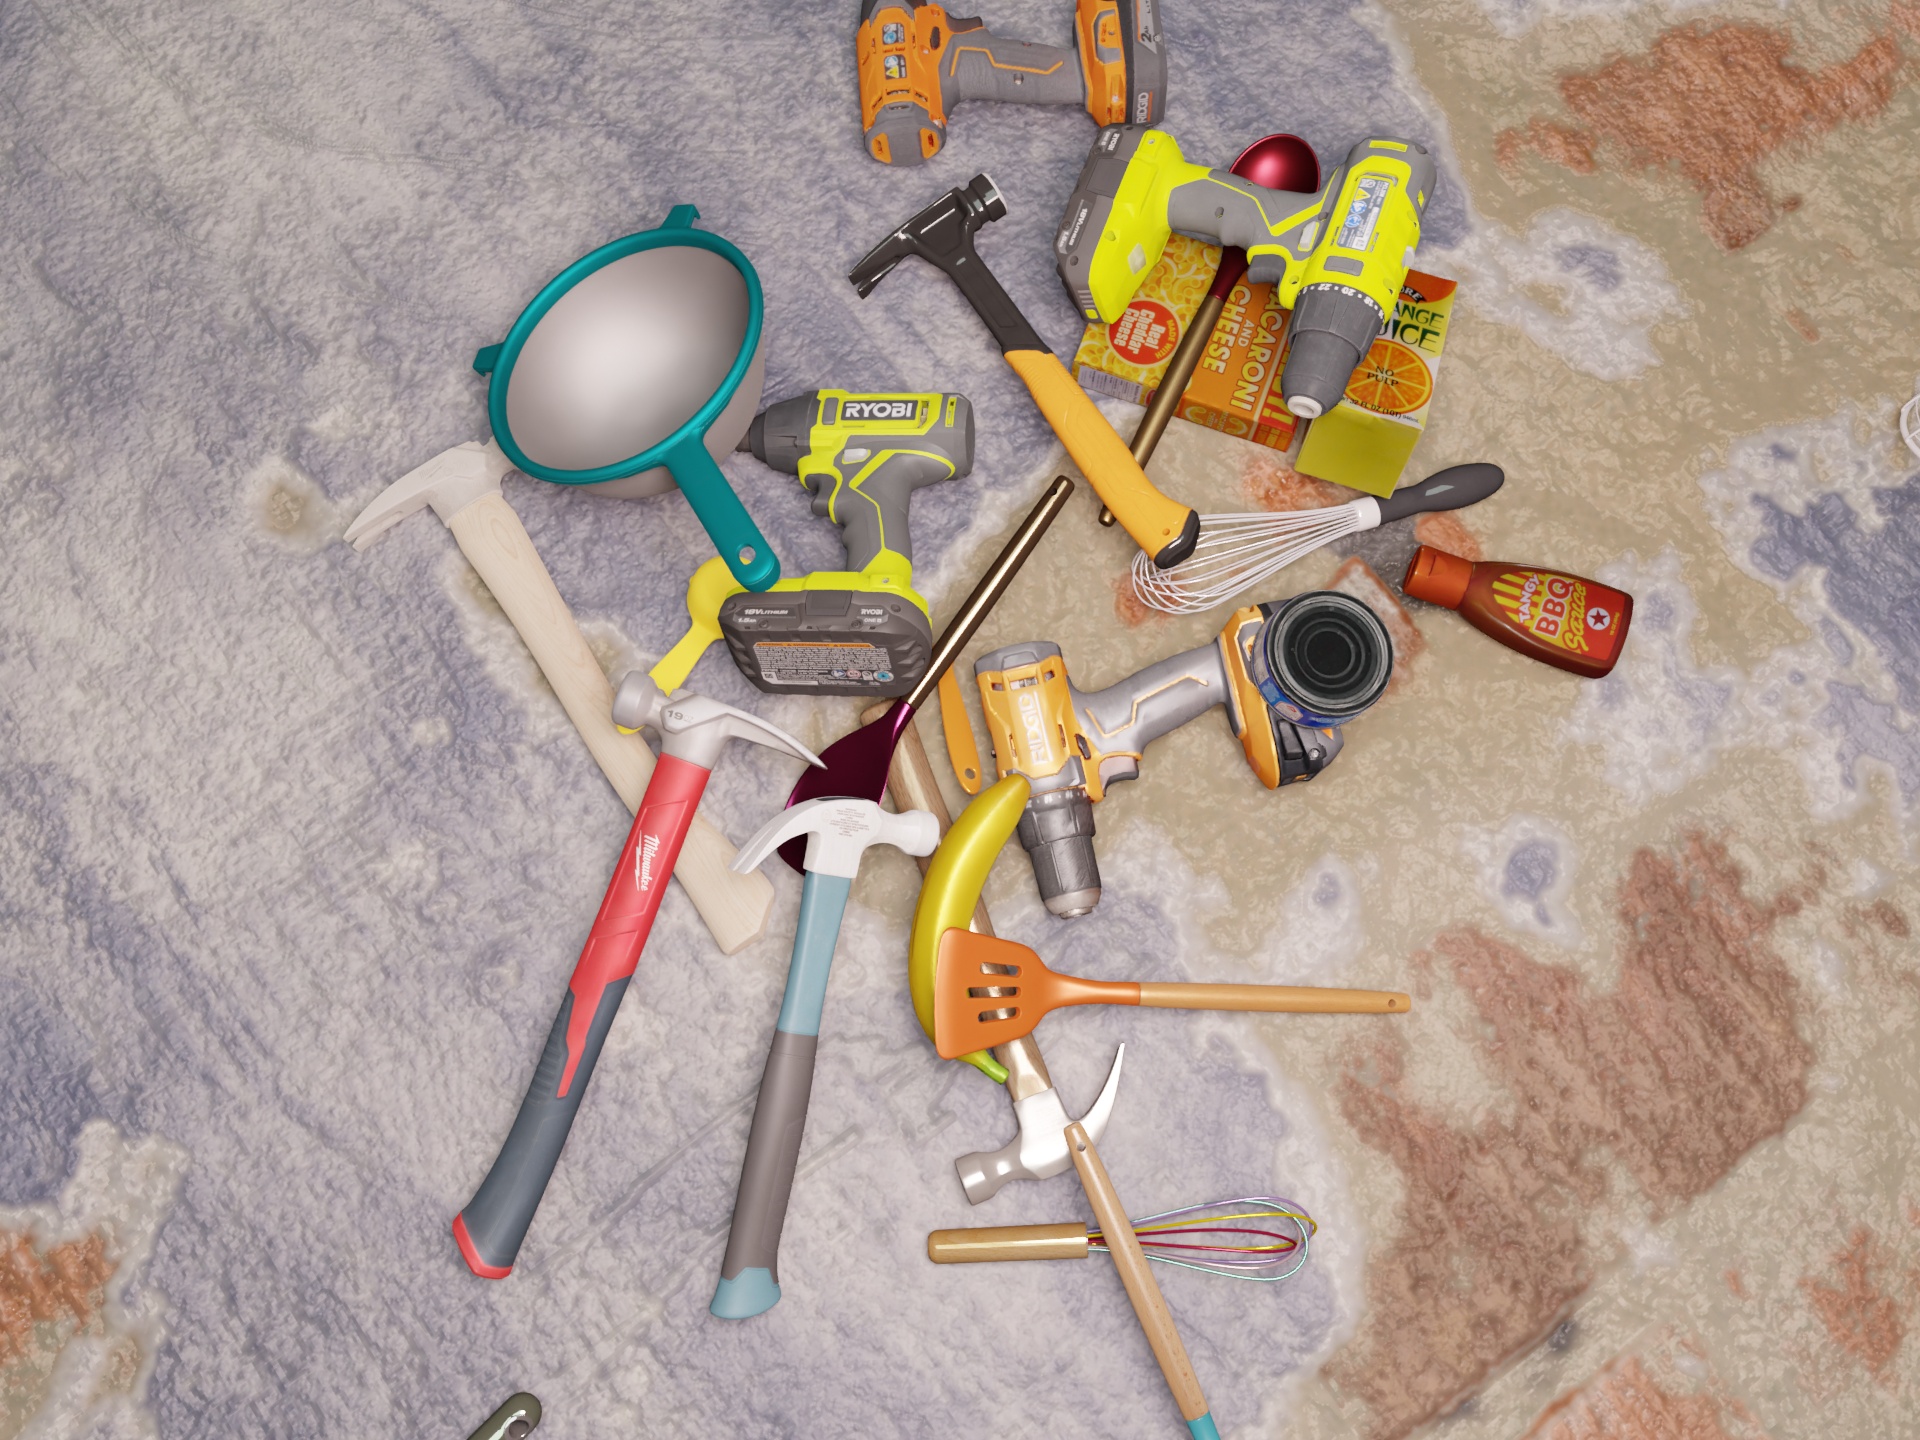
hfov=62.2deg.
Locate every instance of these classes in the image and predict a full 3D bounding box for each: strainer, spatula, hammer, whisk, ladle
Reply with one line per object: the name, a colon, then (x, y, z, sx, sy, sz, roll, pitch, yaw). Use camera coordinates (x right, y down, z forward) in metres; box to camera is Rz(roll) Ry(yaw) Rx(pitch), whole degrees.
strainer: (-0.184, -0.187, 1.073, 0.211, 0.095, 0.341, -35, 57, 2)
spatula: (0.139, 0.177, 1.014, 0.322, 0.041, 0.081, 3, 85, -10)
hammer: (-0.215, 0.171, 1.016, 0.143, 0.038, 0.386, 21, 85, -1)
hammer: (0.053, -0.234, 1.111, 0.127, 0.034, 0.337, -35, 68, 3)
whisk: (0.102, 0.330, 1.003, 0.245, 0.047, 0.051, -4, 77, 4)
hammer: (-0.264, -0.013, 1.091, 0.146, 0.038, 0.411, -34, 78, -7)
ladle: (0.170, -0.274, 1.121, 0.069, 0.031, 0.315, 23, 80, 21)
hammer: (-0.104, 0.210, 1.003, 0.128, 0.033, 0.331, 13, 86, -26)
hammer: (0.008, 0.138, 1.055, 0.130, 0.031, 0.331, -20, 76, -5)
spatula: (0.130, 0.395, 0.967, 0.082, 0.044, 0.317, -23, 82, -3)
whisk: (0.253, -0.137, 1.115, 0.284, 0.070, 0.070, -17, 76, -9)
whisk: (-0.350, 0.502, 0.957, 0.246, 0.059, 0.057, -43, 116, -14)

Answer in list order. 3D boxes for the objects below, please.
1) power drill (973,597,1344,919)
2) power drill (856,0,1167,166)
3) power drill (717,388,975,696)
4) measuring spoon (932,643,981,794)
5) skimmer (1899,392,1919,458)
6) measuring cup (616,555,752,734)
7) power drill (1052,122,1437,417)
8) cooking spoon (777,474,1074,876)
power drill: (0.134, 0.023, 1.062, 0.226, 0.084, 0.185, -12, 78, 1)
power drill: (0.034, -0.513, 1.198, 0.226, 0.084, 0.164, -6, 75, 2)
power drill: (-0.085, -0.130, 1.080, 0.171, 0.080, 0.223, 1, 57, 8)
measuring spoon: (-0.002, -0.003, 1.089, 0.021, 0.011, 0.117, 0, 62, -26)
skimmer: (0.764, -0.075, 1.111, 0.127, 0.090, 0.363, -13, 86, -6)
measuring cup: (-0.184, -0.053, 1.081, 0.062, 0.029, 0.157, 34, 59, -1)
power drill: (0.185, -0.309, 1.071, 0.228, 0.080, 0.190, 18, 79, 23)
cooking spoon: (-0.020, -0.032, 1.063, 0.069, 0.017, 0.319, 35, 89, 32)
